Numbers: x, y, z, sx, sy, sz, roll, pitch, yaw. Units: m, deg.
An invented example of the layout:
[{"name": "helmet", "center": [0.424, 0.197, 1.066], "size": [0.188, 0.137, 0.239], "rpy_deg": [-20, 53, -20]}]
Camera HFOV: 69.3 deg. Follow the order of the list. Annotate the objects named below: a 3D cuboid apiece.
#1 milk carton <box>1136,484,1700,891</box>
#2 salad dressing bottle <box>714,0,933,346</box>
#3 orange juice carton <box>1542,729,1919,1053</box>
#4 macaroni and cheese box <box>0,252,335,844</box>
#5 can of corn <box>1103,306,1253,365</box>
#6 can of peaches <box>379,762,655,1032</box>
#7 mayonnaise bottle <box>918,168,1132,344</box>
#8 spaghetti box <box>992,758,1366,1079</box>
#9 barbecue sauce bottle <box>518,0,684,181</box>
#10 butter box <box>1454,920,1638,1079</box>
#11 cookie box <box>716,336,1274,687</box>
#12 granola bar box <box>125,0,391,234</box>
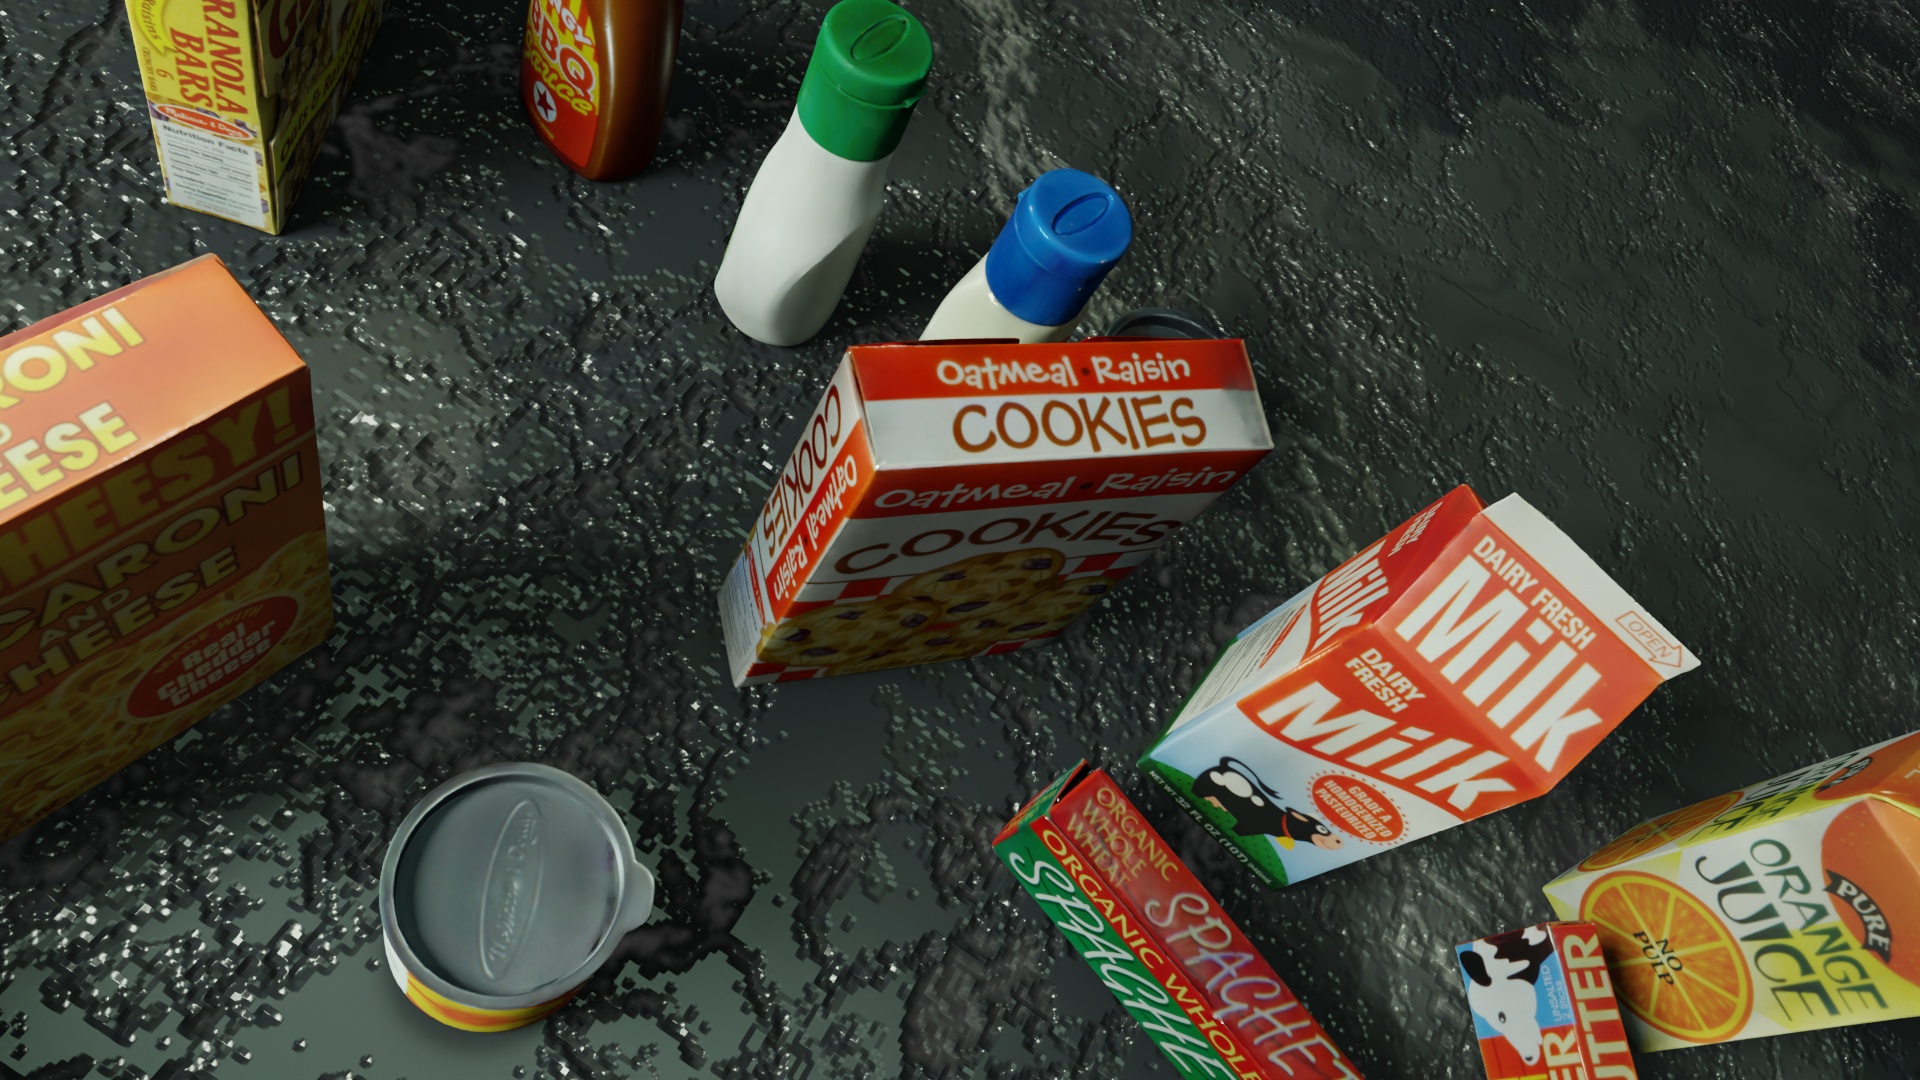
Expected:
[{"name": "milk carton", "center": [0.144, 0.048, 0.459], "size": [0.072, 0.189, 0.074], "rpy_deg": [43, 57, 2]}, {"name": "salad dressing bottle", "center": [-0.049, -0.126, 0.492], "size": [0.044, 0.147, 0.064], "rpy_deg": [41, 57, 1]}, {"name": "orange juice carton", "center": [0.311, 0.121, 0.489], "size": [0.072, 0.191, 0.073], "rpy_deg": [-19, 74, -29]}, {"name": "macaroni and cheese box", "center": [-0.222, 0.014, 0.340], "size": [0.040, 0.165, 0.124], "rpy_deg": [47, 58, 5]}, {"name": "can of corn", "center": [0.076, -0.051, 0.559], "size": [0.071, 0.058, 0.071], "rpy_deg": [9, 62, -18]}, {"name": "can of peaches", "center": [-0.128, 0.104, 0.398], "size": [0.071, 0.057, 0.071], "rpy_deg": [9, 62, -18]}, {"name": "mayonnaise bottle", "center": [0.012, -0.070, 0.489], "size": [0.041, 0.147, 0.065], "rpy_deg": [48, 58, 5]}, {"name": "spaghetti box", "center": [0.106, 0.181, 0.460], "size": [0.029, 0.050, 0.250], "rpy_deg": [-37, 83, -32]}, {"name": "barbecue sauce bottle", "center": [-0.125, -0.198, 0.497], "size": [0.044, 0.148, 0.065], "rpy_deg": [-30, 79, -31]}, {"name": "butter box", "center": [0.214, 0.193, 0.497], "size": [0.024, 0.053, 0.104], "rpy_deg": [4, 64, -21]}, {"name": "cookie box", "center": [0.002, -0.006, 0.441], "size": [0.123, 0.166, 0.040], "rpy_deg": [-5, 68, -24]}, {"name": "granola bar box", "center": [-0.225, -0.207, 0.474], "size": [0.039, 0.123, 0.166], "rpy_deg": [16, 60, -14]}]
